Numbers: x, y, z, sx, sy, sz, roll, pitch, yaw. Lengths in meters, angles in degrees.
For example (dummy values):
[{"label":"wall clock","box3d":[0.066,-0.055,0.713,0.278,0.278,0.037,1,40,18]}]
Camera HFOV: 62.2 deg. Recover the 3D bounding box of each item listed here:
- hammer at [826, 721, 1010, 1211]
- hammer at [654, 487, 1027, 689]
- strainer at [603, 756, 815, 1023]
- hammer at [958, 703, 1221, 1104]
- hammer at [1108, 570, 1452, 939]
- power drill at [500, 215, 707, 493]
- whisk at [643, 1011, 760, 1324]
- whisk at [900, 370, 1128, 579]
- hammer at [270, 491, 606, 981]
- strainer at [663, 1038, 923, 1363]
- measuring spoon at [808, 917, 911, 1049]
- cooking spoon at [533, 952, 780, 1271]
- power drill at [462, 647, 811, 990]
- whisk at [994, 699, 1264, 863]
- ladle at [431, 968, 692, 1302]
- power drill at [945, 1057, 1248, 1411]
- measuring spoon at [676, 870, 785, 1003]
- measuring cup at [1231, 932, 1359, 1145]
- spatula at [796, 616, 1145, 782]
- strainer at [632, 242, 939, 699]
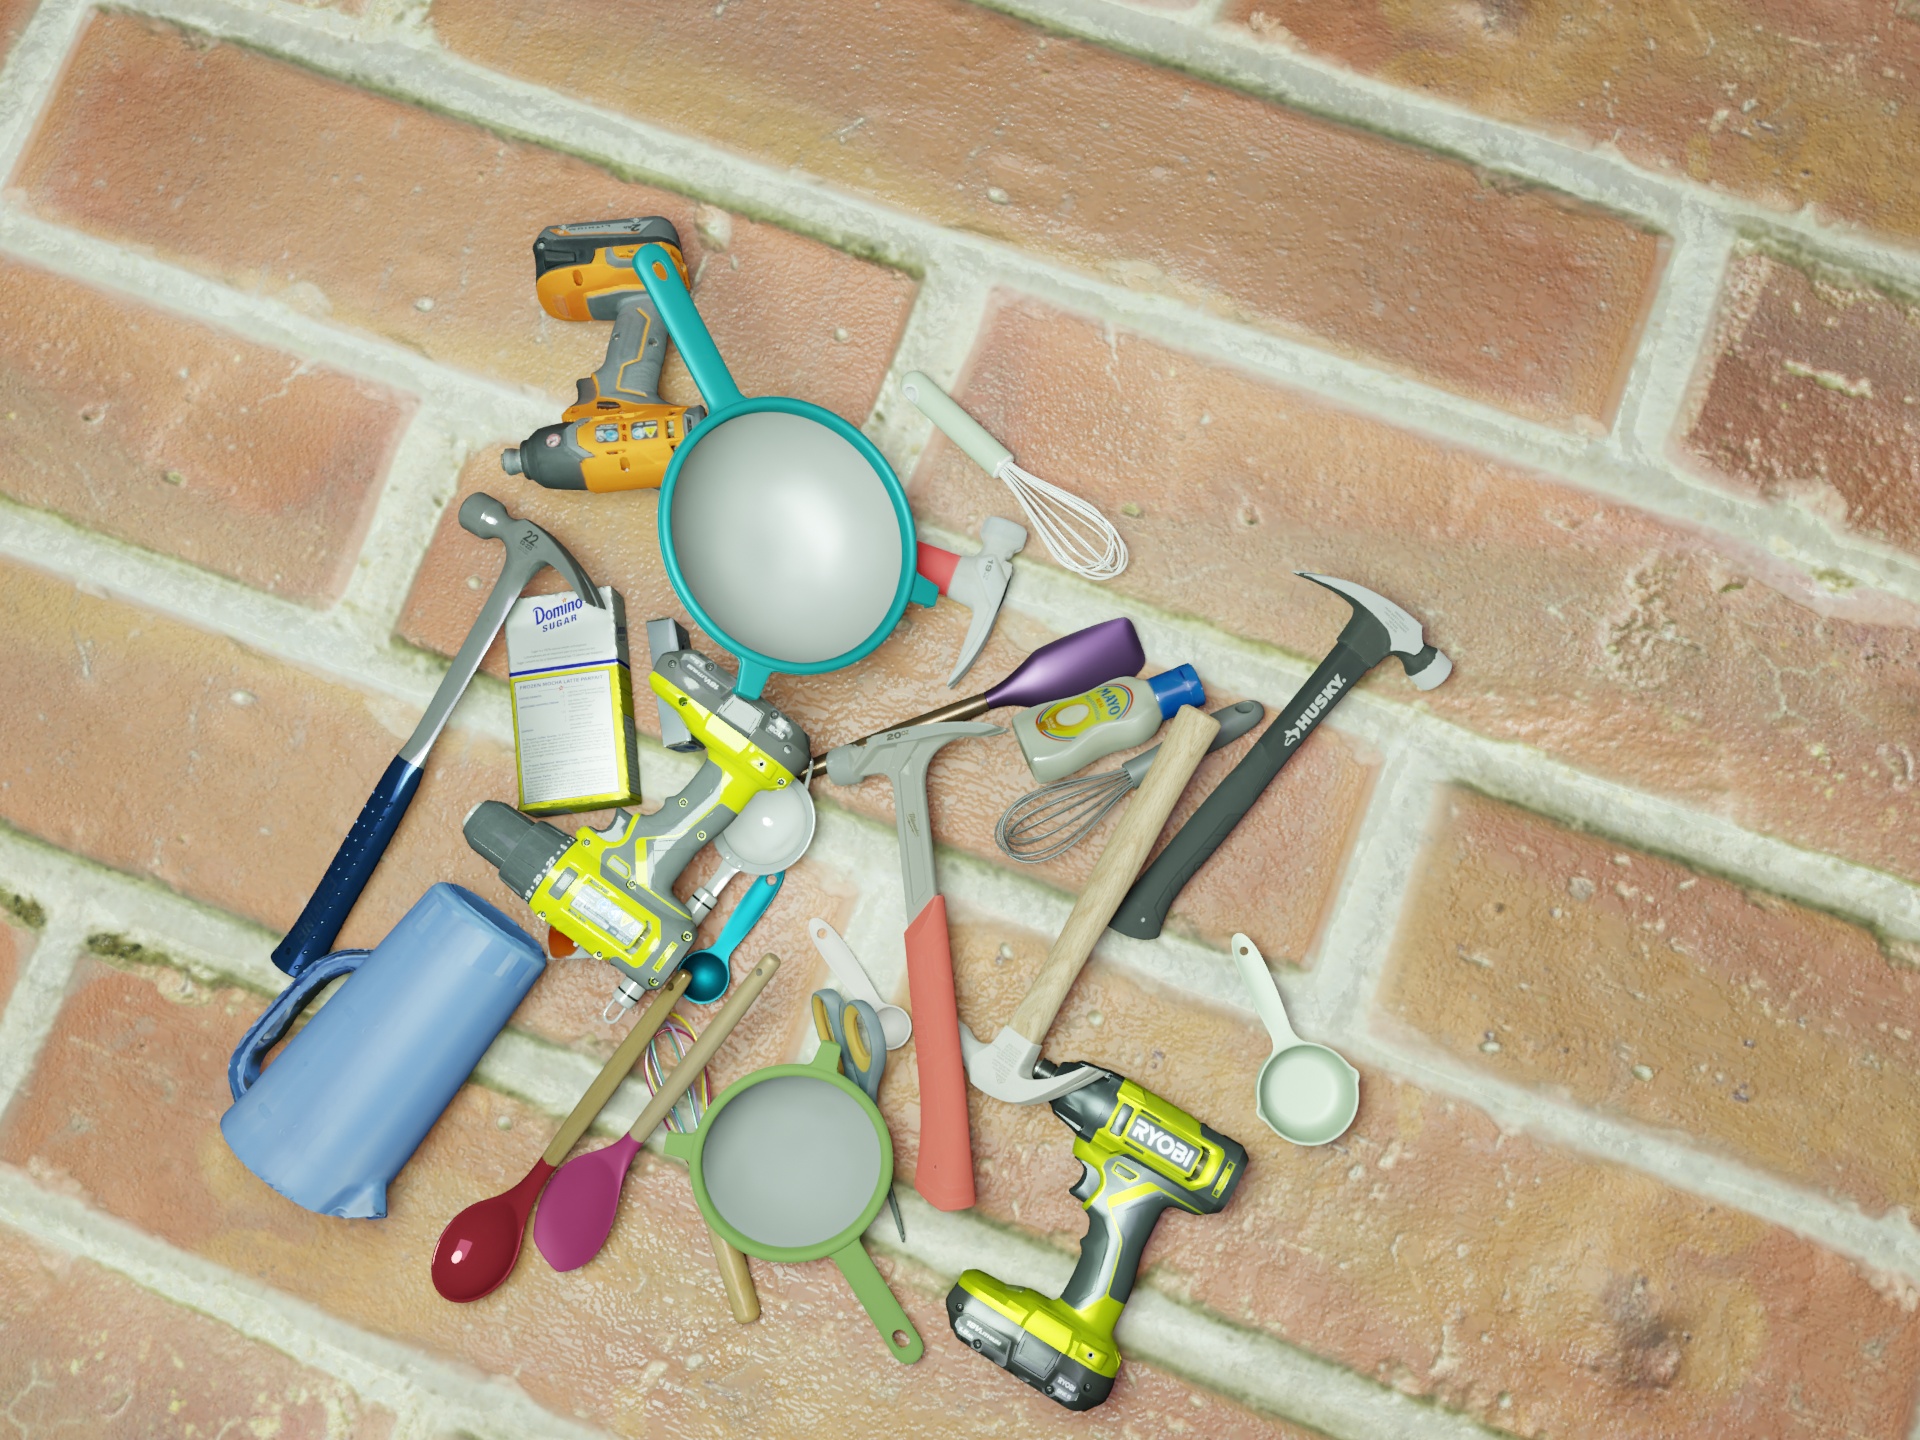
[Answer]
[{"label":"hammer","box3d":[-0.015,0.182,1.200,0.149,0.036,0.359,-11,80,24]},{"label":"hammer","box3d":[-0.150,-0.154,1.298,0.386,0.038,0.143,20,85,6]},{"label":"strainer","box3d":[-0.196,0.132,1.248,0.087,0.050,0.258,36,82,14]},{"label":"hammer","box3d":[0.105,0.140,1.203,0.130,0.031,0.331,29,90,34]},{"label":"hammer","box3d":[0.226,0.035,1.235,0.146,0.035,0.335,40,90,-18]},{"label":"power drill","box3d":[-0.289,-0.287,1.278,0.164,0.084,0.227,-7,70,-4]},{"label":"whisk","box3d":[-0.197,0.343,1.228,0.047,0.051,0.245,-18,84,-5]},{"label":"whisk","box3d":[0.041,-0.202,1.294,0.246,0.057,0.059,44,52,11]},{"label":"hammer","box3d":[-0.427,0.026,1.261,0.144,0.035,0.405,30,92,18]},{"label":"strainer","box3d":[-0.101,0.372,1.214,0.151,0.069,0.256,-31,97,-2]},{"label":"measuring spoon","box3d":[-0.081,0.206,1.257,0.034,0.018,0.124,-37,75,-2]},{"label":"cooking spoon","box3d":[-0.230,0.296,1.202,0.069,0.017,0.319,44,106,24]},{"label":"power drill","box3d":[-0.239,0.061,1.194,0.190,0.080,0.228,37,82,-2]},{"label":"whisk","box3d":[0.135,0.045,1.250,0.239,0.055,0.055,-28,81,-5]},{"label":"ladle","box3d":[-0.301,0.316,1.218,0.069,0.031,0.315,40,96,27]},{"label":"power drill","box3d":[0.089,0.377,1.191,0.171,0.080,0.223,29,81,11]},{"label":"measuring spoon","box3d":[-0.179,0.169,1.267,0.042,0.021,0.129,33,76,7]},{"label":"measuring cup","box3d":[0.245,0.242,1.220,0.083,0.038,0.168,-23,79,0]},{"label":"spatula","box3d":[-0.002,-0.004,1.278,0.316,0.018,0.060,-21,94,0]},{"label":"strainer","box3d":[-0.173,-0.189,1.206,0.211,0.095,0.340,-30,97,-32]}]
